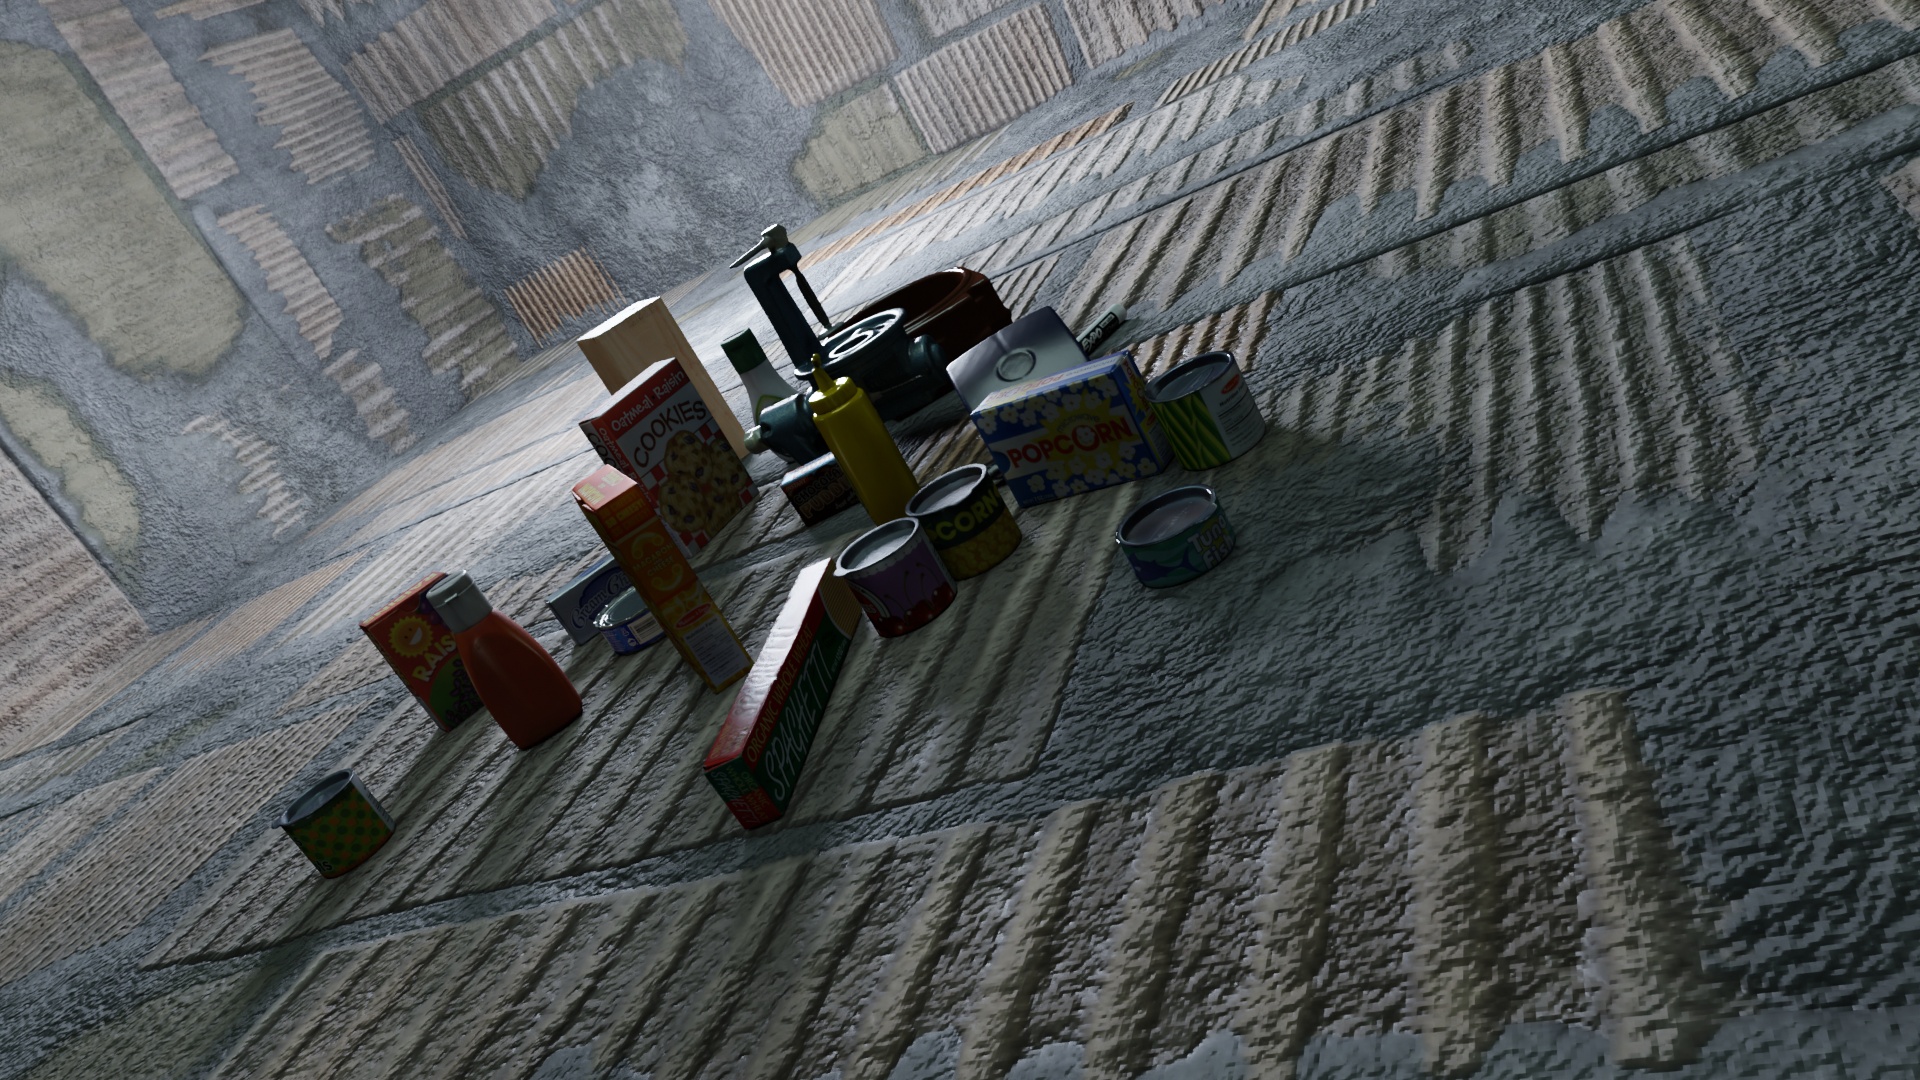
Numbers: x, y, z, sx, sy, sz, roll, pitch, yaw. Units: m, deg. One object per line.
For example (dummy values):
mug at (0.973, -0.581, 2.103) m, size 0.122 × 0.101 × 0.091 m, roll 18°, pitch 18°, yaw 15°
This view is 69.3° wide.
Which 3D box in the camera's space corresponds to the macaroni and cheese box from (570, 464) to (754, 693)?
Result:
macaroni and cheese box at (-0.229, 0.027, 1.058) m, size 0.040 × 0.166 × 0.124 m, roll -35°, pitch 21°, yaw -14°

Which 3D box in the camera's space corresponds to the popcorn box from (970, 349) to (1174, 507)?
popcorn box at (0.082, -0.080, 1.010) m, size 0.126 × 0.085 × 0.038 m, roll -14°, pitch 25°, yaw 37°

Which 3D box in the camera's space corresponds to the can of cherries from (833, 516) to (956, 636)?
can of cherries at (-0.046, 0.027, 0.971) m, size 0.071 × 0.058 × 0.072 m, roll -26°, pitch 21°, yaw 11°

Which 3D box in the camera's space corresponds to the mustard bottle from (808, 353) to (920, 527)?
mustard bottle at (-0.082, -0.081, 1.126) m, size 0.049 × 0.159 × 0.065 m, roll -29°, pitch 20°, yaw 1°

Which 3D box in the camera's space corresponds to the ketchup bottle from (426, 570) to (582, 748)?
ketchup bottle at (-0.370, 0.093, 1.116) m, size 0.065 × 0.148 × 0.043 m, roll -33°, pitch 20°, yaw -8°

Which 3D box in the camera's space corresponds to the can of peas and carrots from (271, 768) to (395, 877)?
can of peas and carrots at (-0.497, 0.226, 1.103) m, size 0.071 × 0.058 × 0.071 m, roll -26°, pitch 21°, yaw 11°

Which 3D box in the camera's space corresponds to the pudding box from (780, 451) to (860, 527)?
pudding box at (-0.115, -0.053, 1.263) m, size 0.083 × 0.049 × 0.030 m, roll -25°, pitch 21°, yaw 12°

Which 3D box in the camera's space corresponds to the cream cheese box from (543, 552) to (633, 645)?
cream cheese box at (-0.334, 0.048, 1.312) m, size 0.104 × 0.053 × 0.024 m, roll -38°, pitch 22°, yaw -21°

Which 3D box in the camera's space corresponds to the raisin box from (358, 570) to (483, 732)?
raisin box at (-0.478, 0.101, 1.278) m, size 0.086 × 0.123 × 0.040 m, roll -41°, pitch 23°, yaw -27°

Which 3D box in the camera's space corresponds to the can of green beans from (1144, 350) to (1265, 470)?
can of green beans at (0.169, -0.089, 0.957) m, size 0.071 × 0.057 × 0.071 m, roll -26°, pitch 21°, yaw 11°

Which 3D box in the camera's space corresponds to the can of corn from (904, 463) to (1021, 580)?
can of corn at (0.004, -0.012, 0.997) m, size 0.071 × 0.058 × 0.071 m, roll -26°, pitch 21°, yaw 11°

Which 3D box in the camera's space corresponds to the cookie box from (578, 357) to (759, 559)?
cookie box at (-0.290, -0.082, 1.393) m, size 0.040 × 0.167 × 0.123 m, roll -13°, pitch 26°, yaw 39°

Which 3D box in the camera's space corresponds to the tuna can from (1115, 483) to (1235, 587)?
tuna can at (0.132, -0.003, 0.840) m, size 0.071 × 0.032 × 0.071 m, roll -26°, pitch 21°, yaw 11°

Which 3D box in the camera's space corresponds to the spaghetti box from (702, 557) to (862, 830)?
spaghetti box at (-0.111, 0.092, 0.916) m, size 0.028 × 0.050 × 0.251 m, roll -23°, pitch 21°, yaw 19°

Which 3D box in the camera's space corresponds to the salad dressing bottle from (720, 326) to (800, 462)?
salad dressing bottle at (-0.203, -0.155, 1.478) m, size 0.064 × 0.147 × 0.044 m, roll -24°, pitch 21°, yaw 15°
